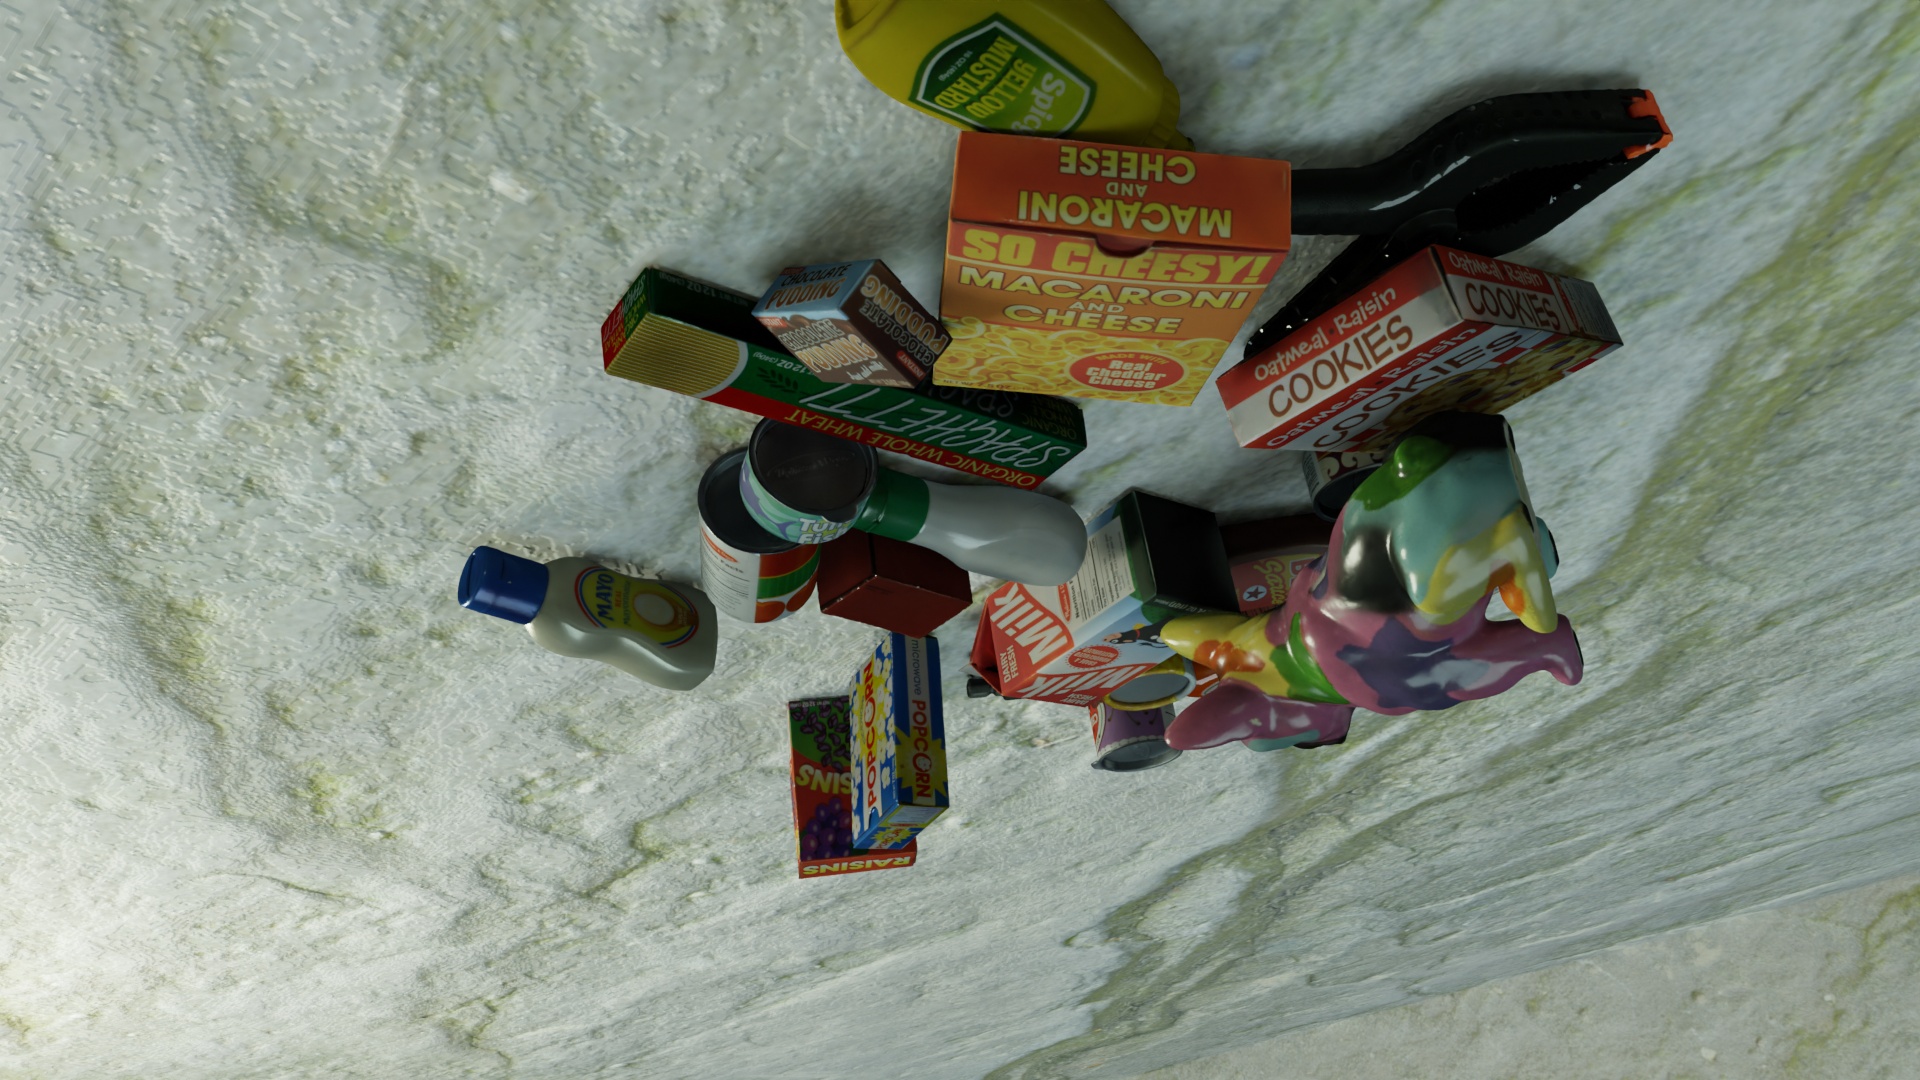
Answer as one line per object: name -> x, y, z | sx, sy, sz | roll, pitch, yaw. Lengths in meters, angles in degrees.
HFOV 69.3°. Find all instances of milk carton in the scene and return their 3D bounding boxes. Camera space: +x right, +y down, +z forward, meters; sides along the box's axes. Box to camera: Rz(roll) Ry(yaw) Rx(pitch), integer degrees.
milk carton -> 0.080, 0.050, 0.881 | 0.072, 0.074, 0.189 | 14, 144, -34

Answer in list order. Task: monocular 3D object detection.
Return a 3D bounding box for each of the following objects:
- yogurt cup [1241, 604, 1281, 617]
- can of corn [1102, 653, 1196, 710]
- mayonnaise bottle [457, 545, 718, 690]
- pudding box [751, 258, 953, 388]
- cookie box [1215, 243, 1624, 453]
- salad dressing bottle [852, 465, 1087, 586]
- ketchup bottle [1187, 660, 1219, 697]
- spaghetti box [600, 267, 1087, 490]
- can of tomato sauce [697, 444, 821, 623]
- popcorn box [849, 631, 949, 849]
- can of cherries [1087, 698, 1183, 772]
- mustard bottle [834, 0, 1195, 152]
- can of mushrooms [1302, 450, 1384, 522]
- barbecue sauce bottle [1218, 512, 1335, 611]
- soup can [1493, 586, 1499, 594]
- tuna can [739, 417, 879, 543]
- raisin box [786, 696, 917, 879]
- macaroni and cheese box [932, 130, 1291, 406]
yogurt cup -> 0.192, 0.056, 0.933 | 0.054, 0.073, 0.072 | -28, 146, 17
can of corn -> 0.123, 0.079, 0.958 | 0.071, 0.058, 0.071 | -7, 150, -4
mayonnaise bottle -> -0.212, 0.041, 0.804 | 0.148, 0.065, 0.041 | 22, 136, -36
pudding box -> -0.047, -0.092, 0.589 | 0.049, 0.030, 0.083 | 44, 163, -31
cookie box -> 0.222, -0.086, 0.668 | 0.168, 0.040, 0.122 | -2, 158, -43
salad dressing bottle -> 0.003, -0.010, 0.787 | 0.148, 0.044, 0.064 | 15, 145, -33
ketchup bottle -> 0.192, 0.088, 1.009 | 0.149, 0.044, 0.064 | -9, 151, 2
spaghetti box -> -0.047, -0.073, 0.677 | 0.250, 0.029, 0.050 | 14, 145, -33
can of tomato sauce -> -0.106, -0.003, 0.749 | 0.071, 0.071, 0.082 | -2, 151, -11
popcorn box -> -0.044, 0.136, 0.946 | 0.038, 0.127, 0.084 | 11, 145, -23
can of cherries -> 0.131, 0.140, 1.069 | 0.071, 0.058, 0.071 | -7, 152, -4
mustard bottle -> 0.033, -0.170, 0.505 | 0.160, 0.049, 0.065 | 15, 148, -35
can of mushrooms -> 0.235, -0.041, 0.803 | 0.071, 0.033, 0.070 | -6, 150, -3
barbecue sauce bottle -> 0.232, 0.008, 0.877 | 0.148, 0.044, 0.064 | -9, 140, 1
soup can -> 0.270, 0.011, 0.805 | 0.083, 0.071, 0.071 | -28, 145, 21
tuna can -> -0.076, -0.031, 0.699 | 0.071, 0.071, 0.032 | 2, 150, -18
raisin box -> -0.081, 0.178, 1.013 | 0.086, 0.124, 0.040 | -3, 150, -10
macaroni and cheese box -> 0.054, -0.104, 0.572 | 0.124, 0.040, 0.166 | 5, 166, -2
